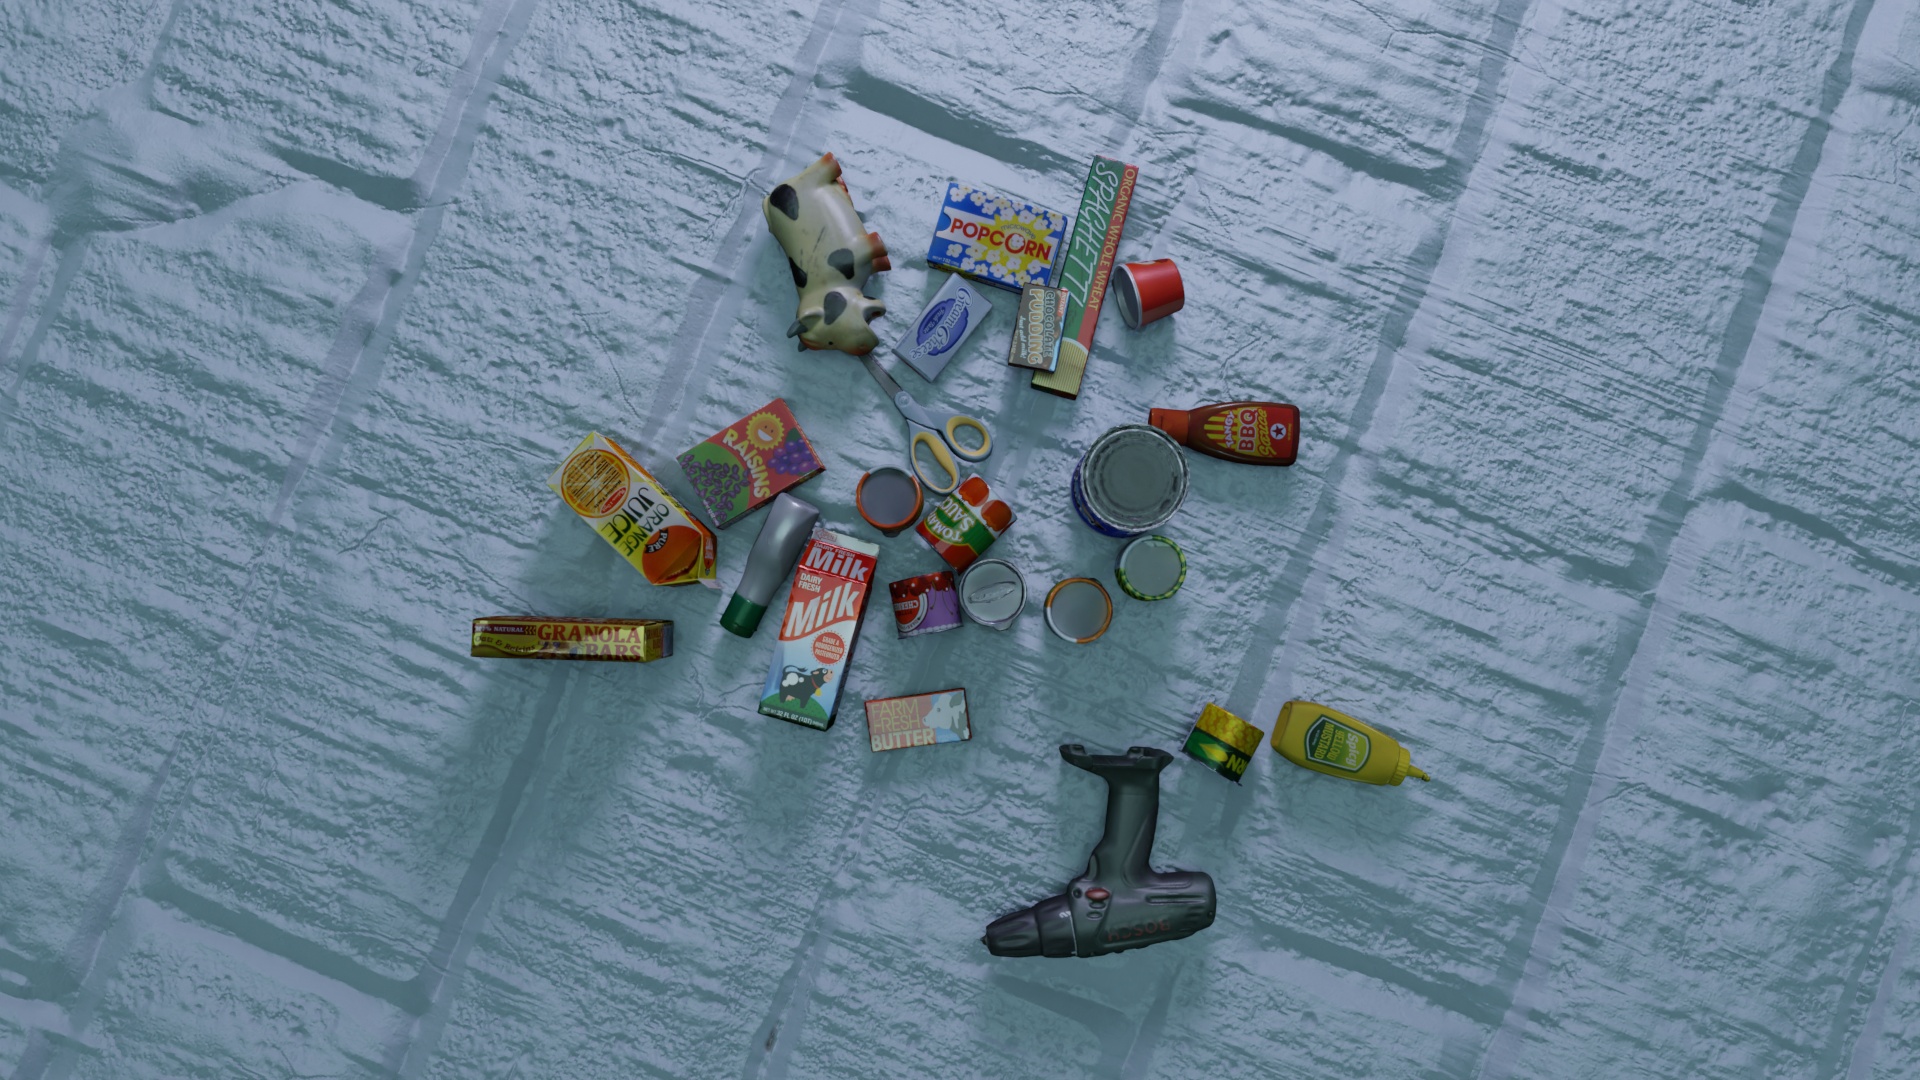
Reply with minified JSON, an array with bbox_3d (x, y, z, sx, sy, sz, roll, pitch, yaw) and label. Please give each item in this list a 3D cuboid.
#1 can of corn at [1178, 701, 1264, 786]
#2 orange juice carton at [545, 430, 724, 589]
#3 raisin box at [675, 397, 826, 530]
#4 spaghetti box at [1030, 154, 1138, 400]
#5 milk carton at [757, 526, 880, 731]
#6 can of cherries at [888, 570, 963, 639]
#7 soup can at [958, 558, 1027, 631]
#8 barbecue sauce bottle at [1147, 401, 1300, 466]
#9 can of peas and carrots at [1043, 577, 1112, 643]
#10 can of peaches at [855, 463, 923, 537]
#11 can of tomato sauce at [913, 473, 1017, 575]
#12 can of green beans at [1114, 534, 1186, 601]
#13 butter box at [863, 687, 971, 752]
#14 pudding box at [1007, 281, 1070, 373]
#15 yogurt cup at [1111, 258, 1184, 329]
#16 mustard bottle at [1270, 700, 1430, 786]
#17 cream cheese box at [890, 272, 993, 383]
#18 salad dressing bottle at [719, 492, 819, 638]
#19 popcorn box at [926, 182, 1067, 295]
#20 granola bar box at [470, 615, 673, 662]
[{"bbox_3d":[0.261,0.201,1.374,0.071,0.071,0.058,29,87,2],"label":"can of corn"},{"bbox_3d":[-0.314,-0.016,1.390,0.193,0.072,0.073,43,88,3],"label":"orange juice carton"},{"bbox_3d":[-0.212,-0.077,1.409,0.123,0.040,0.086,-30,86,0],"label":"raisin box"},{"bbox_3d":[0.128,-0.270,1.422,0.050,0.028,0.250,15,87,1],"label":"spaghetti box"},{"bbox_3d":[-0.138,0.087,1.382,0.072,0.073,0.190,16,87,2],"label":"milk carton"},{"bbox_3d":[-0.036,0.065,1.383,0.071,0.071,0.058,-11,87,0],"label":"can of cherries"},{"bbox_3d":[0.032,0.054,1.377,0.071,0.084,0.071,0,87,1],"label":"soup can"},{"bbox_3d":[0.265,-0.111,1.404,0.149,0.043,0.065,4,87,1],"label":"barbecue sauce bottle"},{"bbox_3d":[0.119,0.068,1.388,0.071,0.058,0.071,0,87,0],"label":"can of peas and carrots"},{"bbox_3d":[-0.071,-0.040,1.396,0.071,0.058,0.071,0,86,0],"label":"can of peaches"},{"bbox_3d":[0.005,-0.017,1.388,0.083,0.071,0.071,-44,87,-2],"label":"can of tomato sauce"},{"bbox_3d":[0.190,0.028,1.389,0.071,0.058,0.071,0,87,1],"label":"can of green beans"},{"bbox_3d":[-0.043,0.181,1.400,0.103,0.024,0.053,-7,87,0],"label":"butter box"},{"bbox_3d":[0.079,-0.211,1.385,0.050,0.030,0.083,12,94,2],"label":"pudding box"},{"bbox_3d":[0.192,-0.252,1.404,0.054,0.072,0.072,-16,87,-8],"label":"yogurt cup"},{"bbox_3d":[0.393,0.209,1.381,0.160,0.049,0.065,18,89,2],"label":"mustard bottle"},{"bbox_3d":[-0.019,-0.217,1.417,0.053,0.024,0.104,39,88,-12],"label":"cream cheese box"},{"bbox_3d":[-0.194,0.026,1.394,0.044,0.064,0.147,28,95,10],"label":"salad dressing bottle"},{"bbox_3d":[0.038,-0.305,1.420,0.127,0.038,0.085,17,88,1],"label":"popcorn box"},{"bbox_3d":[-0.375,0.095,1.358,0.166,0.124,0.039,2,89,1],"label":"granola bar box"}]
